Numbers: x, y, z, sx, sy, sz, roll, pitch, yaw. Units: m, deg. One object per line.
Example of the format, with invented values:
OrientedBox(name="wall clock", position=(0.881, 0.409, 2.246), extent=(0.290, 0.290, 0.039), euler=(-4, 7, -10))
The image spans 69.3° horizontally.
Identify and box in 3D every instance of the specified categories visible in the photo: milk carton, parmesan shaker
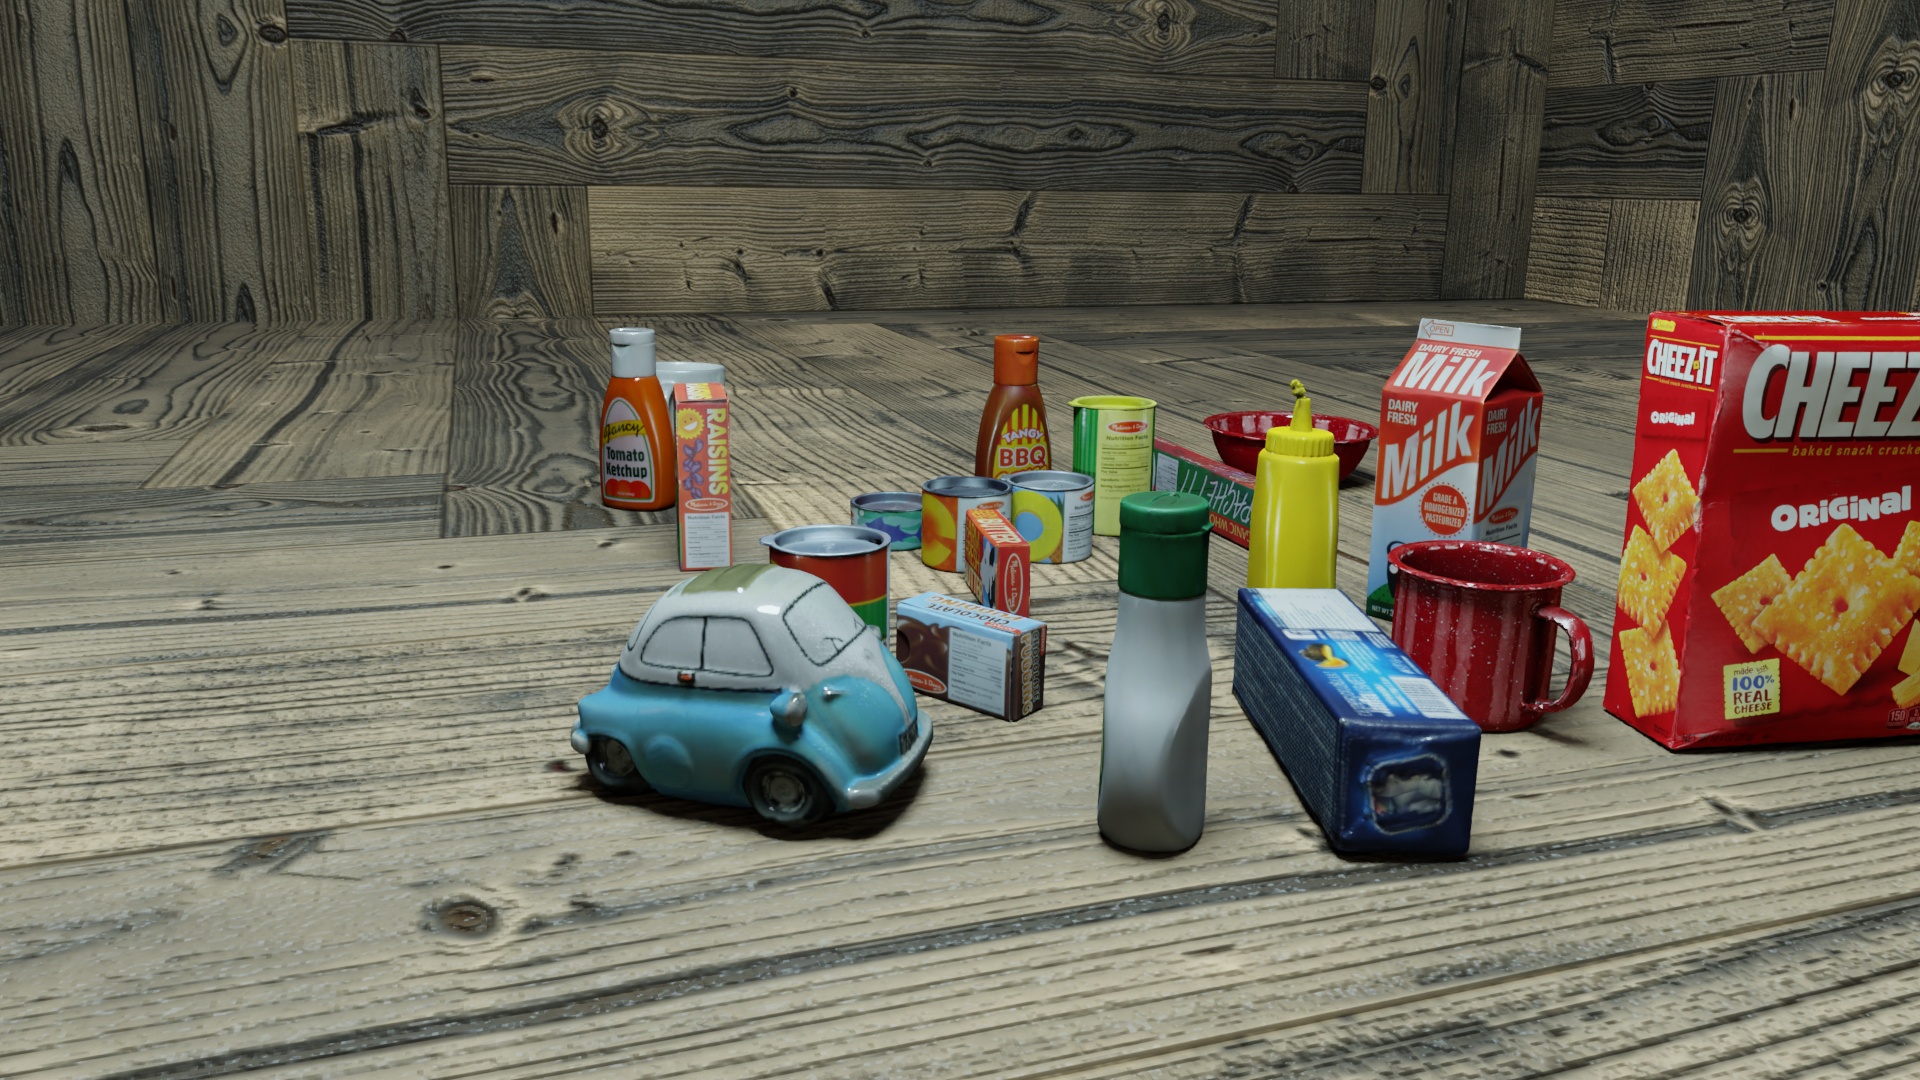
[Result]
OrientedBox(name="milk carton", position=(0.313, -0.042, 0.879), extent=(0.074, 0.190, 0.072), euler=(-11, 18, -38))
OrientedBox(name="parmesan shaker", position=(0.119, -0.060, 1.112), extent=(0.071, 0.102, 0.071), euler=(1, 14, 0))

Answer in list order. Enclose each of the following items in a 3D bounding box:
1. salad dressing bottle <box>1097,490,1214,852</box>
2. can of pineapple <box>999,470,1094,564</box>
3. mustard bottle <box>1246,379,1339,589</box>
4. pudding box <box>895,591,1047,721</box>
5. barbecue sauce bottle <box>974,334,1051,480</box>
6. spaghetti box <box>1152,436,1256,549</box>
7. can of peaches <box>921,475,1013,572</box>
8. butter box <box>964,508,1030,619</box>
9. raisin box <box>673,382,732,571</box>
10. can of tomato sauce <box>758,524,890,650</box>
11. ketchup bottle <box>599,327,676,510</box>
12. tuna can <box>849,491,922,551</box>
OrientedBox(name="salad dressing bottle", position=(0.083, 0.054, 0.581), extent=(0.044, 0.147, 0.064), euler=(7, 15, 24))
OrientedBox(name="can of pineapple", position=(0.065, -0.018, 1.037), extent=(0.071, 0.057, 0.071), euler=(1, 14, 0))
OrientedBox(name="mustard bottle", position=(0.201, -0.016, 0.834), extent=(0.049, 0.159, 0.065), euler=(0, 14, -1))
OrientedBox(name="pudding box", position=(0.004, 0.061, 0.745), extent=(0.084, 0.049, 0.030), euler=(12, 18, 38))
OrientedBox(name="barbecue sauce bottle", position=(0.044, -0.094, 1.147), extent=(0.065, 0.148, 0.044), euler=(-5, 15, -22))
OrientedBox(name="spaghetti box", position=(0.202, -0.039, 1.141), extent=(0.029, 0.050, 0.250), euler=(-4, 15, -18))
OrientedBox(name="can of peaches", position=(0.004, -0.013, 1.011), extent=(0.071, 0.058, 0.071), euler=(1, 14, 0))
OrientedBox(name="butter box", position=(0.023, 0.015, 0.915), extent=(0.024, 0.053, 0.104), euler=(-2, 15, -10))
OrientedBox(name="raisin box", position=(-0.187, -0.048, 1.007), extent=(0.040, 0.123, 0.086), euler=(-2, 14, -12))
OrientedBox(name="can of tomato sauce", position=(-0.073, 0.039, 0.759), extent=(0.071, 0.083, 0.071), euler=(1, 14, 0))
OrientedBox(name="ketchup bottle", position=(-0.270, -0.101, 1.156), extent=(0.065, 0.148, 0.044), euler=(6, 15, 20))
OrientedBox(name="tuna can", position=(-0.049, -0.015, 1.068), extent=(0.071, 0.032, 0.071), euler=(1, 14, 0))
